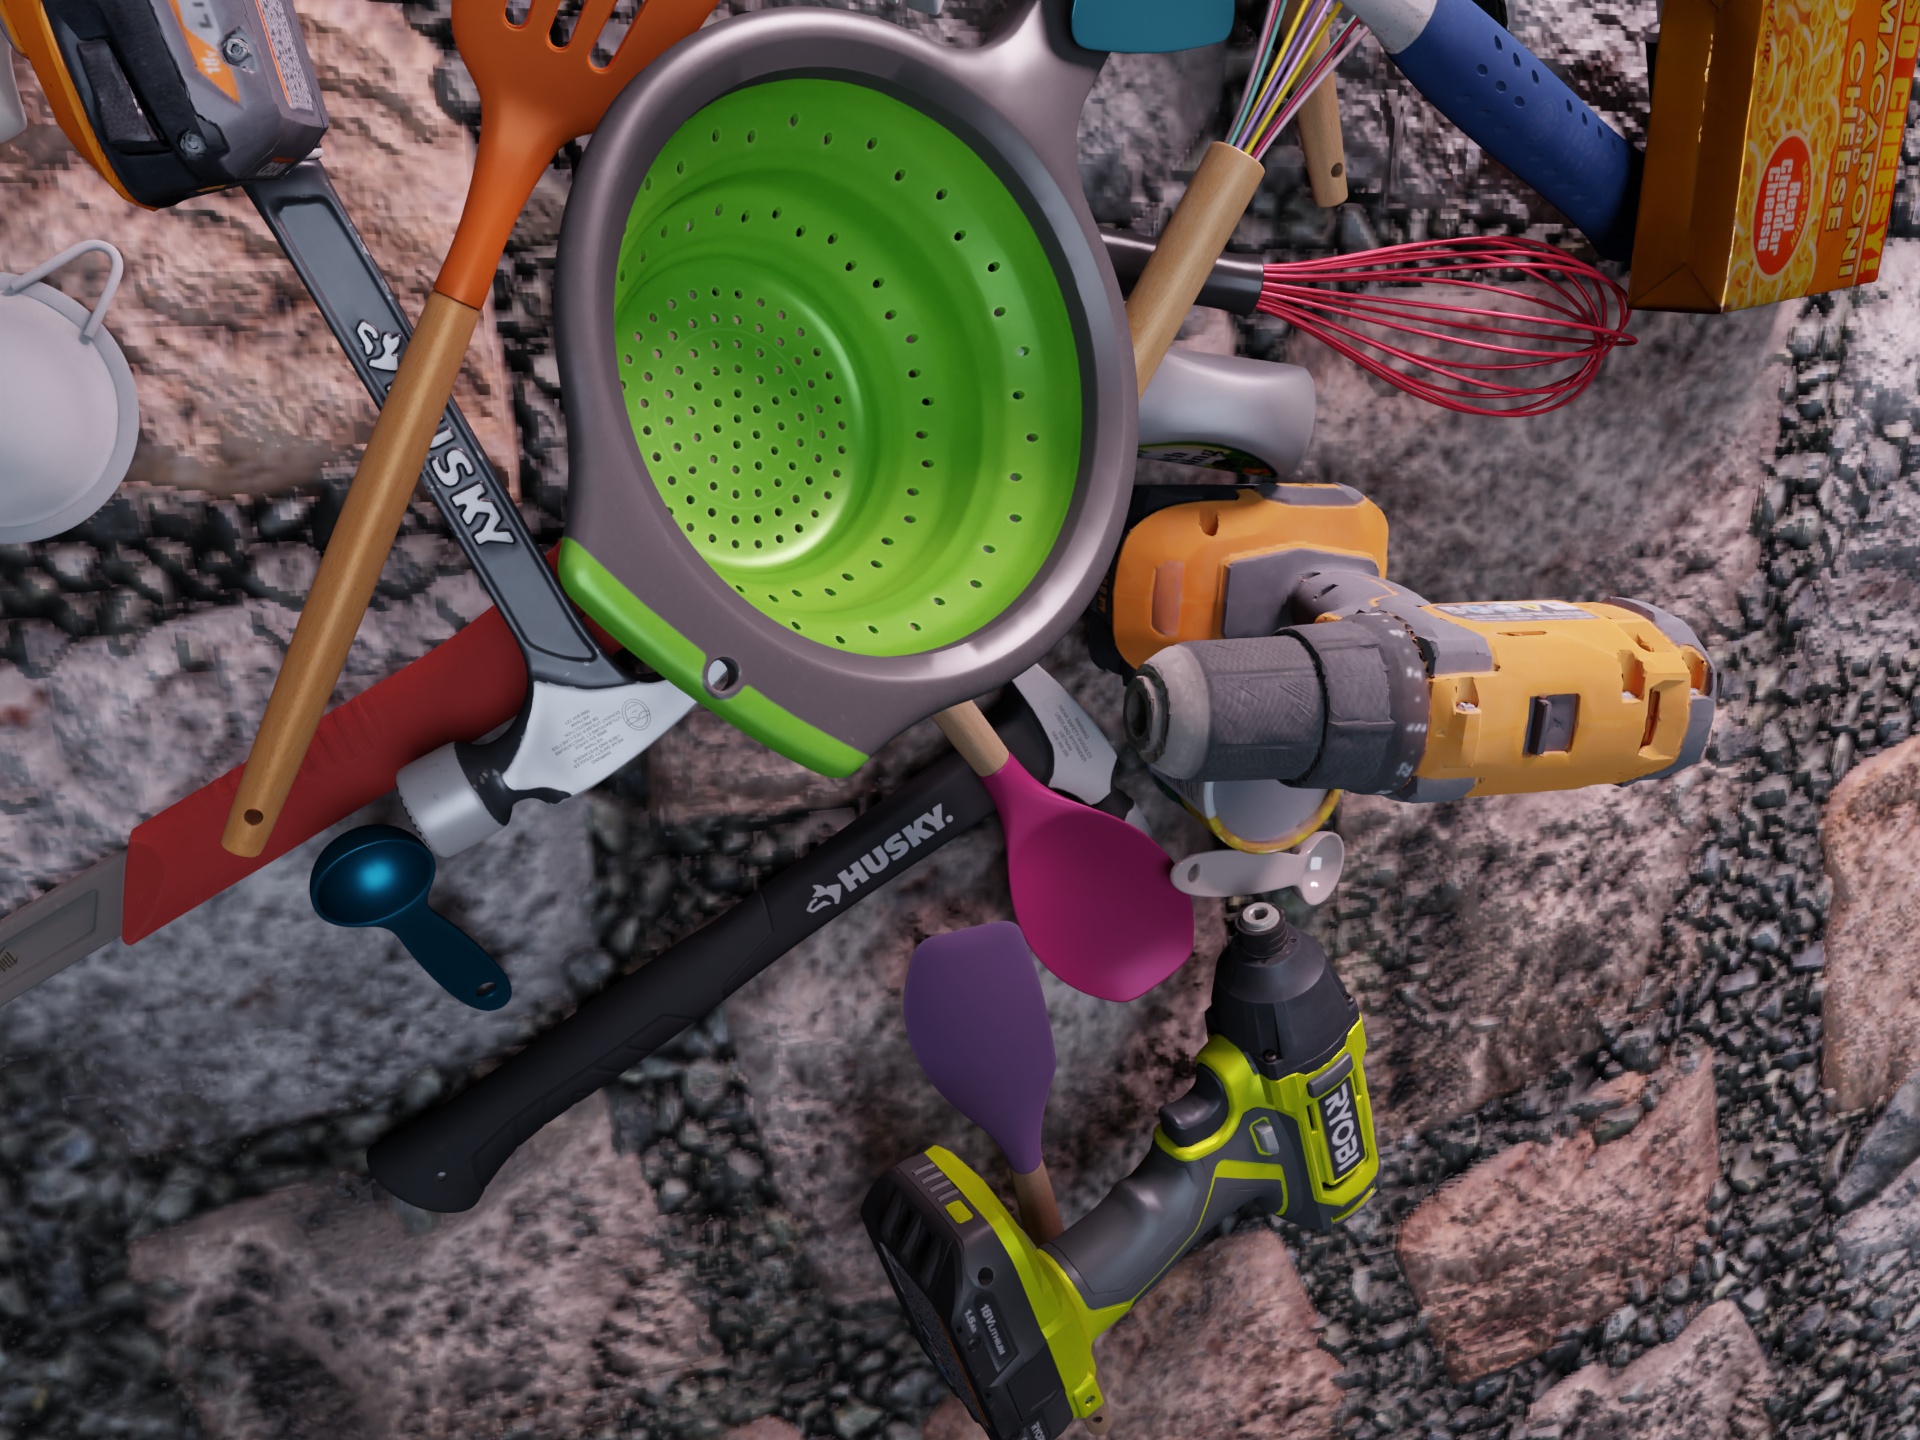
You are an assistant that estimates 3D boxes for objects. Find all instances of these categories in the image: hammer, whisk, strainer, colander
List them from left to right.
[{"bbox_3d":[-0.346,-0.044,0.509,0.087,0.050,0.258,34,98,-9],"label":"strainer"},{"bbox_3d":[-0.257,0.047,0.569,0.359,0.037,0.149,-31,115,-6],"label":"hammer"},{"bbox_3d":[-0.195,-0.157,0.484,0.149,0.036,0.408,-28,113,-8],"label":"hammer"},{"bbox_3d":[-0.090,0.084,0.639,0.335,0.035,0.146,-35,116,-5],"label":"hammer"},{"bbox_3d":[-0.015,-0.171,0.525,0.204,0.094,0.397,38,66,-30],"label":"colander"},{"bbox_3d":[0.107,-0.214,0.546,0.051,0.047,0.245,19,103,-49],"label":"whisk"},{"bbox_3d":[0.130,-0.165,0.617,0.295,0.073,0.073,5,106,-14],"label":"whisk"},{"bbox_3d":[0.134,-0.224,0.506,0.405,0.035,0.144,9,114,-45],"label":"hammer"}]

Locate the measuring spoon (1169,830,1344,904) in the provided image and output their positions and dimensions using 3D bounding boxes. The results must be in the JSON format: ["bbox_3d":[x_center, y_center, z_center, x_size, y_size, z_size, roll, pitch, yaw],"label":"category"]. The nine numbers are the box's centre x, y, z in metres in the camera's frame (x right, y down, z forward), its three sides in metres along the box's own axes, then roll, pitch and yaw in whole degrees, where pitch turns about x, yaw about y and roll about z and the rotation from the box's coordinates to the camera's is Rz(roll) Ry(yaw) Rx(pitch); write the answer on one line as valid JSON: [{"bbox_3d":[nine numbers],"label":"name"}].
[{"bbox_3d":[0.126,0.063,0.691,0.124,0.018,0.034,4,101,-44],"label":"measuring spoon"}]

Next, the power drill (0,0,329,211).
[{"bbox_3d":[-0.287,-0.161,0.396,0.226,0.084,0.164,-14,110,-6],"label":"power drill"}]

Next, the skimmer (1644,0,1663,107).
[{"bbox_3d":[0.254,-0.335,0.617,0.127,0.090,0.362,-25,124,-4],"label":"skimmer"}]

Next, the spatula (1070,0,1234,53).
[{"bbox_3d":[0.029,-0.374,0.495,0.082,0.044,0.317,-22,97,-38],"label":"spatula"}]

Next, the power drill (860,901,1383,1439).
[{"bbox_3d":[0.078,0.188,0.672,0.223,0.080,0.171,-31,124,-20],"label":"power drill"}]

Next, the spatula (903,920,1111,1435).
[{"bbox_3d":[0.032,0.218,0.717,0.060,0.018,0.315,-14,119,2],"label":"spatula"}]

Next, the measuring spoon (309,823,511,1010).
[{"bbox_3d":[-0.198,0.074,0.586,0.042,0.021,0.128,-32,146,-10],"label":"measuring spoon"}]

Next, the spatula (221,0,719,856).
[{"bbox_3d":[-0.159,-0.102,0.472,0.081,0.041,0.322,21,99,-23],"label":"spatula"}]

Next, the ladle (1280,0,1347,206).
[{"bbox_3d":[0.108,-0.325,0.533,0.078,0.062,0.319,-29,125,-13],"label":"ladle"}]

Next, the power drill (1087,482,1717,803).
[{"bbox_3d":[0.115,-0.029,0.562,0.185,0.226,0.084,-3,109,-17],"label":"power drill"}]

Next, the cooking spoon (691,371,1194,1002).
[{"bbox_3d":[-0.001,-0.002,0.609,0.069,0.017,0.318,-36,117,2],"label":"cooking spoon"}]
